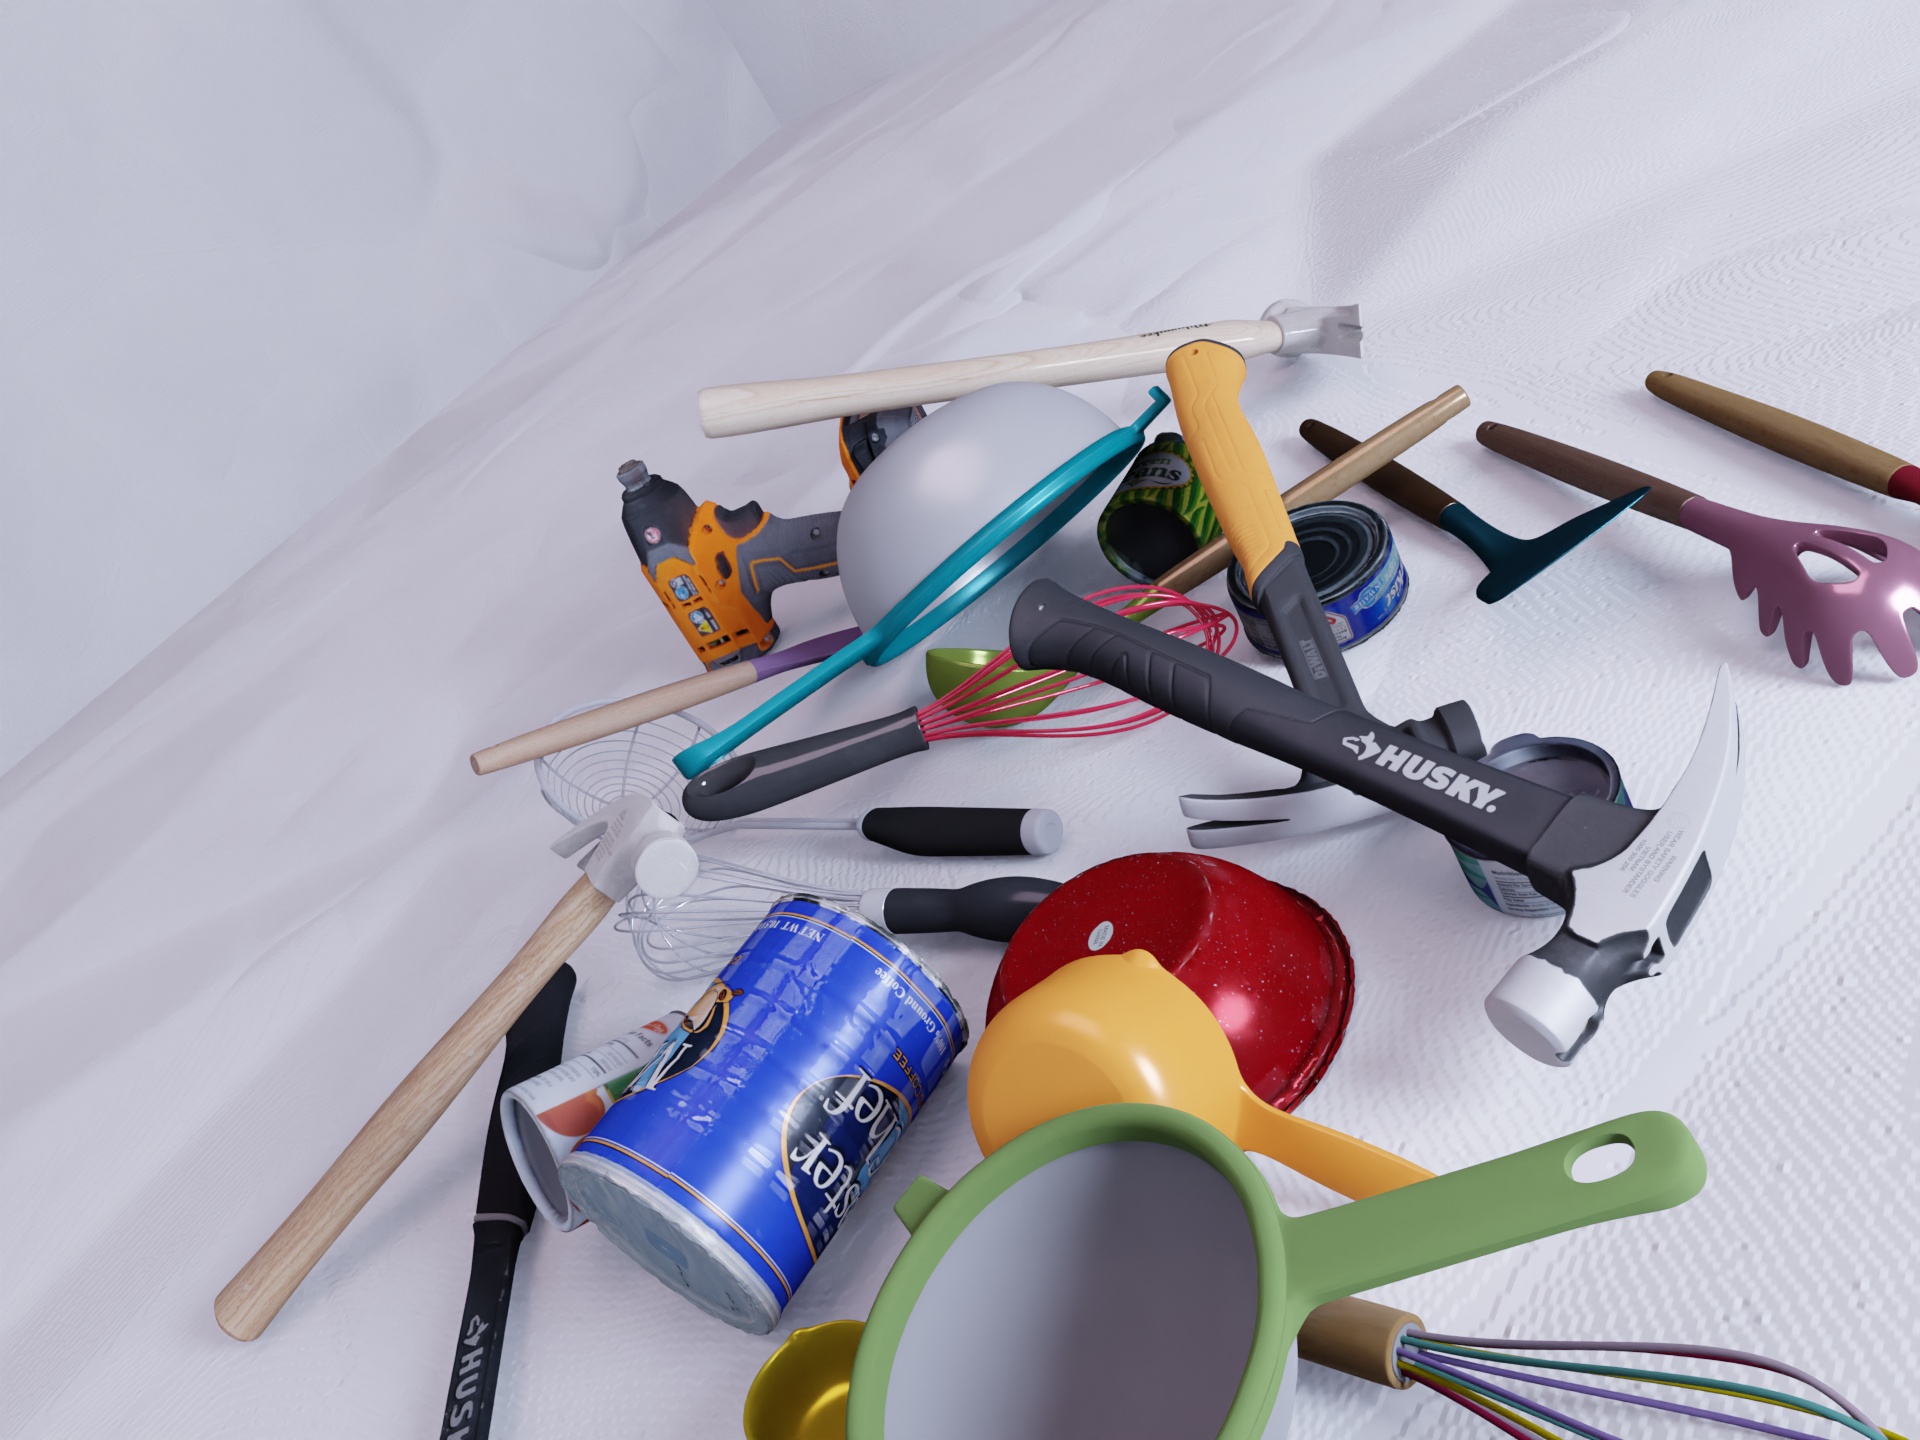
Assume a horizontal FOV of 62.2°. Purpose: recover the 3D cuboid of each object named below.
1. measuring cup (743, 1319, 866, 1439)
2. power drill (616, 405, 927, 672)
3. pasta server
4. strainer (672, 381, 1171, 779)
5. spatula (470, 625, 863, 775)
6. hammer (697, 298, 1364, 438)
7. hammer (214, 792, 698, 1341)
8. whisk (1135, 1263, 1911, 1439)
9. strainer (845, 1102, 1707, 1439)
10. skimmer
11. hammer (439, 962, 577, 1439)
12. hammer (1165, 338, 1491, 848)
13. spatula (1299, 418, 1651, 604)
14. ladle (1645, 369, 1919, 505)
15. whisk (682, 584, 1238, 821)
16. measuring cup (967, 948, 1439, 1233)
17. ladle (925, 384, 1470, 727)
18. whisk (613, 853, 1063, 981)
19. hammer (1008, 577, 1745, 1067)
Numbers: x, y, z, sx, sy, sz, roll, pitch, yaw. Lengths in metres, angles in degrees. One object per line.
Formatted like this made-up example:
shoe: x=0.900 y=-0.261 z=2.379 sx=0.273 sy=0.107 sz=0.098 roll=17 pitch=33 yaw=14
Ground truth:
measuring cup: x=0.000 y=0.217 z=0.556 sx=0.156 sy=0.029 sz=0.062 roll=-26 pitch=26 yaw=-12
power drill: x=-0.119 y=-0.140 z=1.096 sx=0.226 sy=0.164 sz=0.084 roll=-22 pitch=27 yaw=16
pasta server: x=0.315 y=-0.093 z=0.713 sx=0.060 sy=0.040 sz=0.316 roll=-32 pitch=24 yaw=2
strainer: x=-0.046 y=-0.096 z=0.908 sx=0.340 sy=0.095 sz=0.211 roll=-37 pitch=-2 yaw=-24
spatula: x=-0.147 y=-0.022 z=0.962 sx=0.316 sy=0.018 sz=0.060 roll=-21 pitch=17 yaw=-36
hammer: x=0.042 y=-0.218 z=0.992 sx=0.410 sy=0.038 sz=0.146 roll=-9 pitch=15 yaw=-4
hammer: x=-0.257 y=0.171 z=0.806 sx=0.331 sy=0.031 sz=0.130 roll=-50 pitch=24 yaw=-4
whisk: x=0.140 y=0.181 z=0.438 sx=0.245 sy=0.051 sz=0.047 roll=-3 pitch=46 yaw=49
strainer: x=0.086 y=0.171 z=0.445 sx=0.256 sy=0.069 sz=0.152 roll=-27 pitch=32 yaw=23
skimmer: x=-0.097 y=0.029 z=0.877 sx=0.363 sy=0.090 sz=0.127 roll=-2 pitch=16 yaw=43
hammer: x=-0.206 y=0.239 z=0.717 sx=0.149 sy=0.036 sz=0.409 roll=-28 pitch=28 yaw=7
hammer: x=0.139 y=-0.081 z=0.765 sx=0.127 sy=0.034 sz=0.337 roll=-16 pitch=44 yaw=8
spatula: x=0.238 y=-0.121 z=0.817 sx=0.082 sy=0.044 sz=0.318 roll=-37 pitch=26 yaw=5
ladle: x=0.377 y=-0.108 z=0.668 sx=0.069 sy=0.031 sz=0.316 roll=-22 pitch=26 yaw=0
whisk: x=-0.001 y=-0.003 z=0.805 sx=0.296 sy=0.073 sz=0.073 roll=-18 pitch=29 yaw=3
measuring cup: x=0.079 y=0.139 z=0.518 sx=0.174 sy=0.095 sz=0.052 roll=16 pitch=19 yaw=33
ladle: x=0.123 y=-0.093 z=0.849 sx=0.320 sy=0.062 sz=0.078 roll=-33 pitch=4 yaw=10
whisk: x=-0.063 y=0.093 z=0.781 sx=0.285 sy=0.070 sz=0.070 roll=-6 pitch=38 yaw=34
hammer: x=0.135 y=-0.001 z=0.625 sx=0.146 sy=0.035 sz=0.335 roll=-47 pitch=41 yaw=-13
